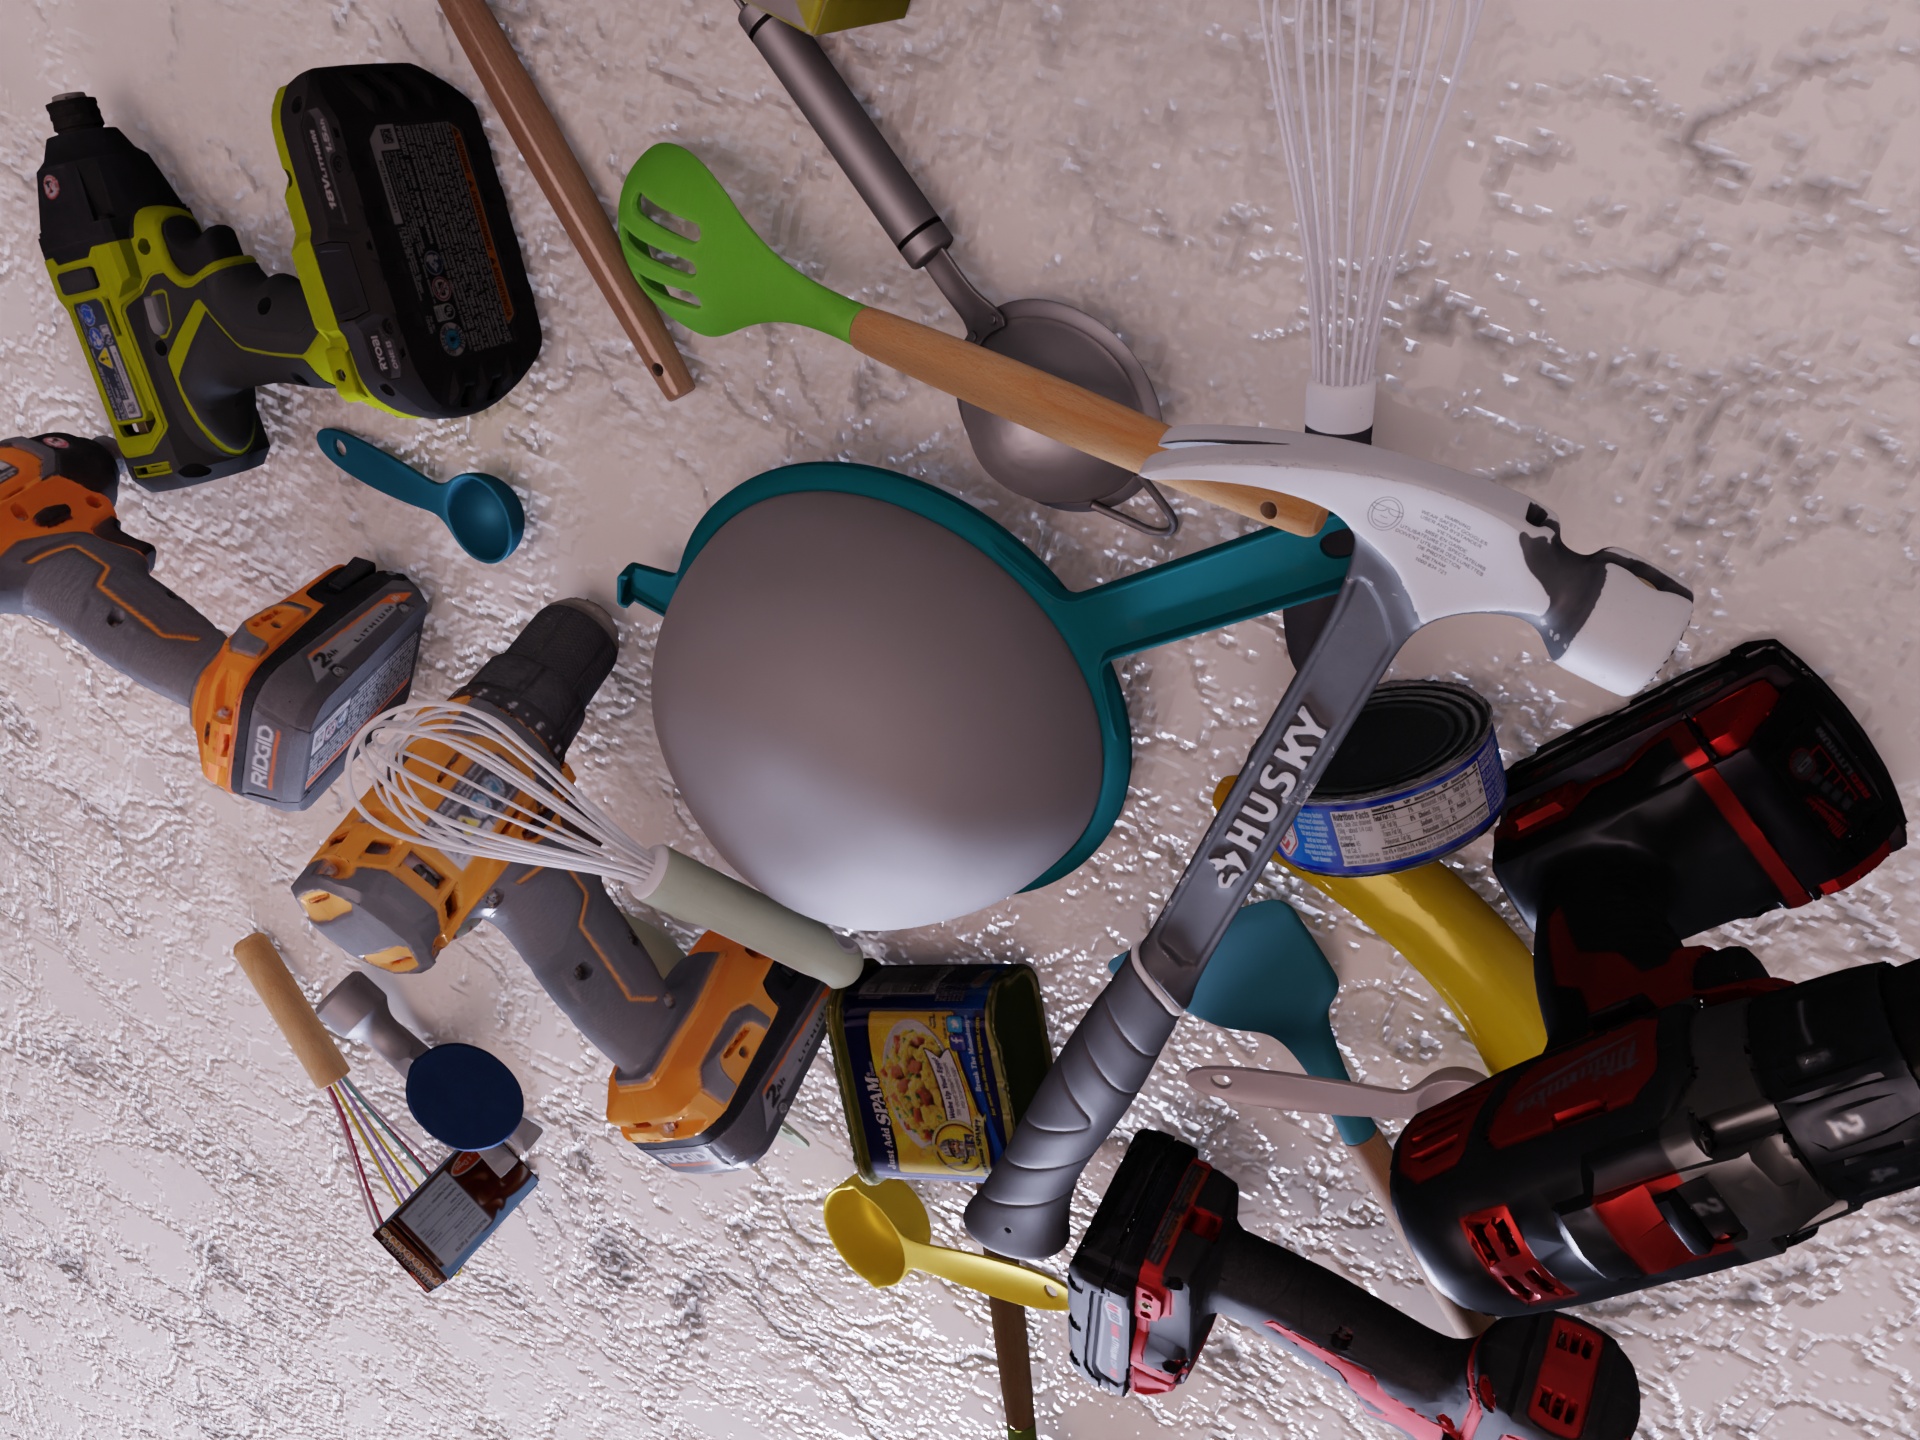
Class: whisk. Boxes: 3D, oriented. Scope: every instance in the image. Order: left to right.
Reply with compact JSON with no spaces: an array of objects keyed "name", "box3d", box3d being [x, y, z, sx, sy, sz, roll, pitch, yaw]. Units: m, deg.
[{"name":"whisk","box3d":[-0.368,0.236,0.964,0.051,0.047,0.245,-25,99,22]},{"name":"whisk","box3d":[-0.133,0.059,0.647,0.246,0.058,0.059,32,99,-34]},{"name":"whisk","box3d":[0.123,-0.133,0.510,0.070,0.070,0.284,10,125,21]}]

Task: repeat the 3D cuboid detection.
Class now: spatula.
[{"name":"spatula","box3d":[-0.189,-0.266,0.615,0.060,0.018,0.315,-21,104,35]},{"name":"spatula","box3d":[0.178,0.202,0.671,0.082,0.044,0.317,-26,103,29]}]

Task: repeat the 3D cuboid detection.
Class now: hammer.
[{"name":"hammer","box3d":[-0.241,0.171,0.747,0.144,0.035,0.405,44,158,-8]},{"name":"hammer","box3d":[0.072,0.077,0.558,0.149,0.036,0.408,28,131,7]}]

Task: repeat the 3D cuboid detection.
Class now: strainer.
[{"name":"strainer","box3d":[-0.010,-0.163,0.571,0.258,0.050,0.087,54,139,-4]},{"name":"strainer","box3d":[-0.001,-0.002,0.584,0.340,0.095,0.211,-17,114,42]}]

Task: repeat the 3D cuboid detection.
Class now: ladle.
[{"name":"ladle","box3d":[0.033,0.332,0.822,0.078,0.062,0.320,3,110,27]}]

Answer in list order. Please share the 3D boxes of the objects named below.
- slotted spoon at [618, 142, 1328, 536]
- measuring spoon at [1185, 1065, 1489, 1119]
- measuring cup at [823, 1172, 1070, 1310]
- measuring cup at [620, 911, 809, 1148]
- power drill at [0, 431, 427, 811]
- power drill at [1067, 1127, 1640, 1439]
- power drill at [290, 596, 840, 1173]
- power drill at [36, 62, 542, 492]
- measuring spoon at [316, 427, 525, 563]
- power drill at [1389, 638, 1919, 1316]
[{"name":"slotted spoon","box3d":[-0.014,-0.129,0.547,0.314,0.031,0.070,29,134,27]},{"name":"measuring spoon","box3d":[0.151,0.143,0.629,0.124,0.018,0.034,1,127,23]},{"name":"measuring cup","box3d":[-0.002,0.258,0.781,0.156,0.029,0.062,2,111,38]},{"name":"measuring cup","box3d":[-0.132,0.156,0.804,0.167,0.038,0.083,42,147,-15]},{"name":"power drill","box3d":[-0.376,-0.062,0.749,0.226,0.164,0.084,24,125,-2]},{"name":"power drill","box3d":[0.160,0.271,0.672,0.220,0.078,0.143,18,139,22]},{"name":"power drill","box3d":[-0.152,0.071,0.706,0.084,0.185,0.226,-19,124,44]},{"name":"power drill","box3d":[-0.298,-0.194,0.674,0.223,0.080,0.171,-2,111,30]},{"name":"measuring spoon","box3d":[-0.246,-0.111,0.733,0.129,0.021,0.042,26,126,23]},{"name":"power drill","box3d":[0.227,0.062,0.456,0.188,0.227,0.080,-35,98,36]}]
